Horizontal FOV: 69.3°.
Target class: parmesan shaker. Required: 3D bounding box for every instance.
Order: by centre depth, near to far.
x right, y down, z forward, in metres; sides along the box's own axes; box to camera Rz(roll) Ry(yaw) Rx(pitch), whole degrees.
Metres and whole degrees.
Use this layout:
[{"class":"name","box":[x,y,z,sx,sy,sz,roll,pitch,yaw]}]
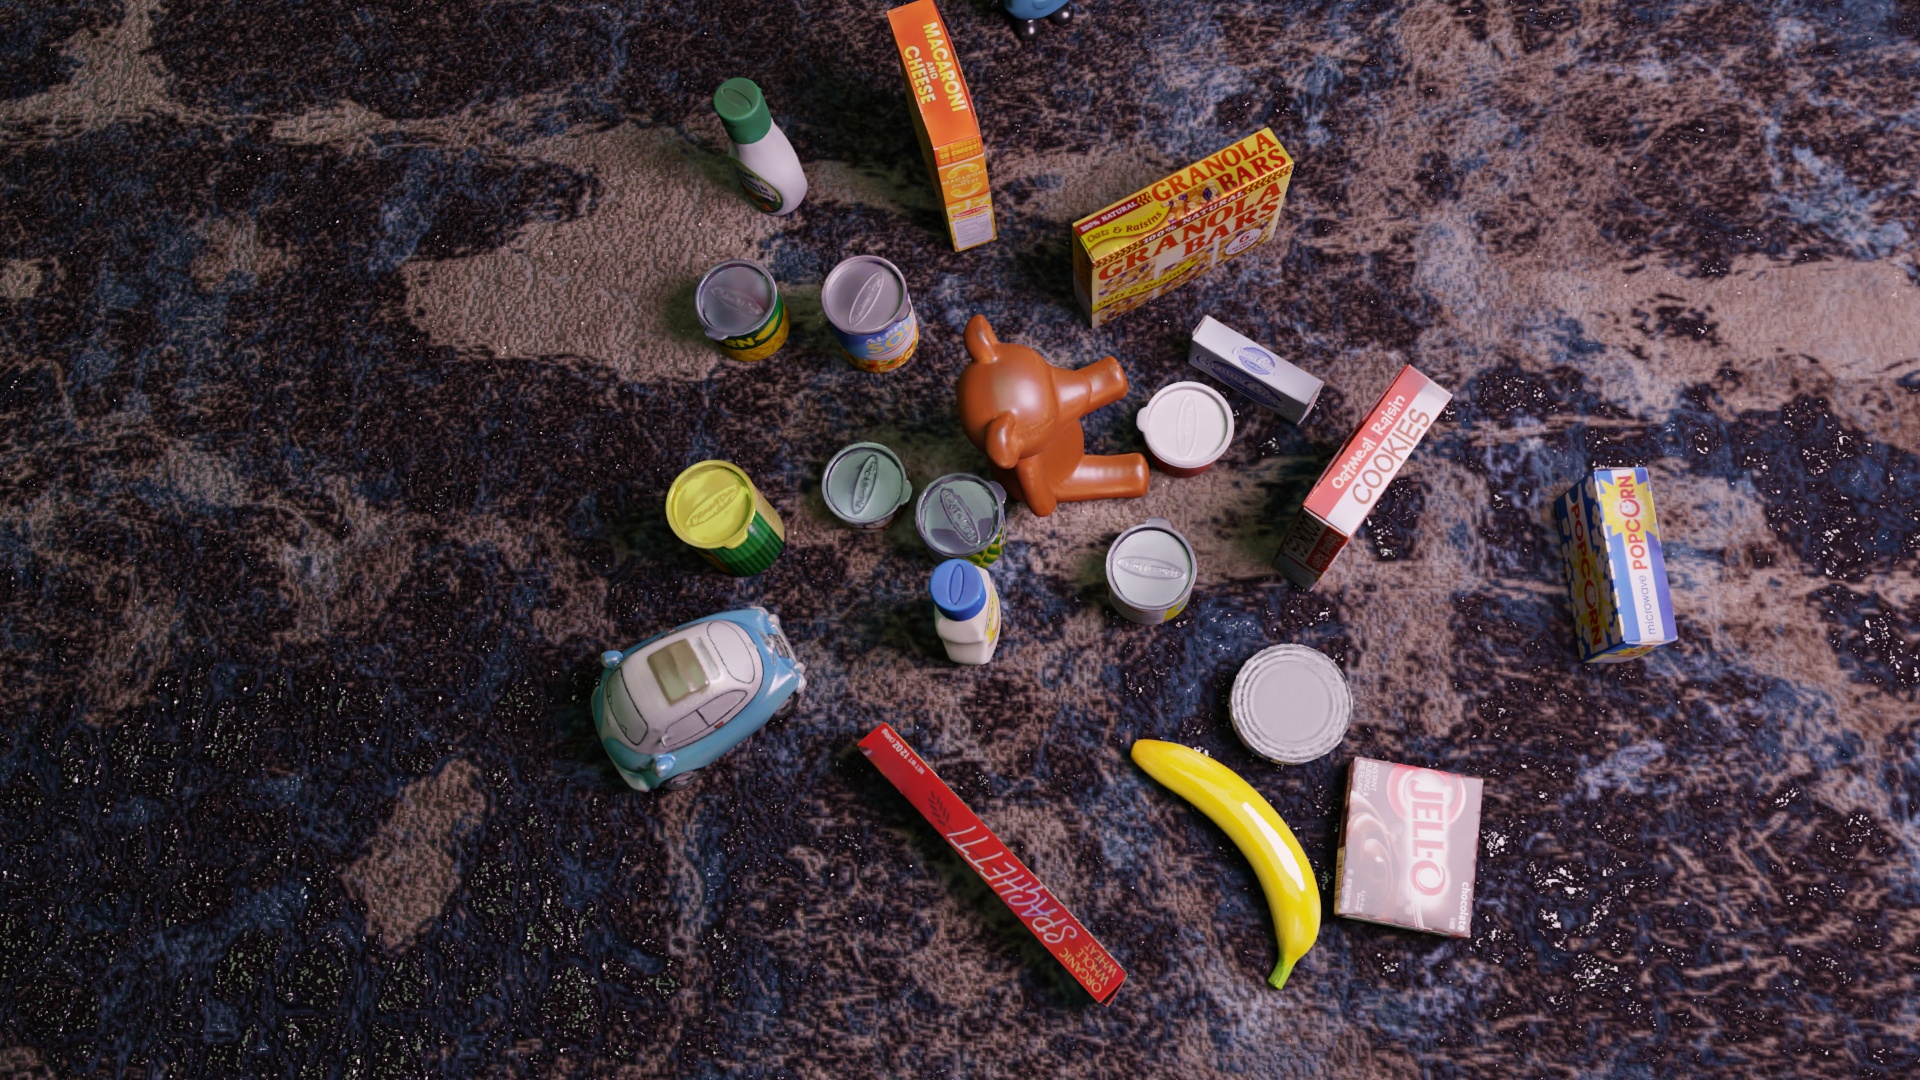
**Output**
[{"class":"parmesan shaker","box":[-0.174,-0.012,1.047,0.071,0.103,0.071,-1,75,5]}]

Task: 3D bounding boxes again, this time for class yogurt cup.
[{"class":"yogurt cup","box":[0.172,-0.081,1.061,0.072,0.054,0.072,-1,75,5]}]

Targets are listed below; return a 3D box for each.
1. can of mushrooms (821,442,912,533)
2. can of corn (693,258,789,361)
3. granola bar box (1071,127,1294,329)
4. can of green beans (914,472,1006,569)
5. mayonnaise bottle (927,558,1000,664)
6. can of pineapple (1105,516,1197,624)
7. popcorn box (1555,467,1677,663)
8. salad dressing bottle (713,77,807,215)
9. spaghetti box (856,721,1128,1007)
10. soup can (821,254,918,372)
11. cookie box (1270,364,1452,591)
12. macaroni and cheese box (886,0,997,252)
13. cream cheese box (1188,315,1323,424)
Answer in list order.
[{"class":"can of mushrooms","box":[-0.071,-0.040,1.082,0.071,0.033,0.071,-1,75,5]},{"class":"can of corn","box":[-0.176,-0.182,1.116,0.071,0.058,0.071,-1,75,5]},{"class":"granola bar box","box":[0.166,-0.238,1.067,0.166,0.124,0.039,-27,75,-2]},{"class":"can of green beans","box":[0.002,-0.012,1.056,0.071,0.057,0.071,-1,75,5]},{"class":"mayonnaise bottle","box":[0.004,0.048,0.993,0.041,0.147,0.065,5,76,7]},{"class":"can of pineapple","box":[0.142,0.024,1.034,0.071,0.057,0.071,-1,75,5]},{"class":"popcorn box","box":[0.466,0.019,0.993,0.038,0.085,0.127,-4,75,4]},{"class":"salad dressing bottle","box":[-0.160,-0.312,1.104,0.064,0.147,0.044,36,81,13]},{"class":"spaghetti box","box":[0.023,0.229,0.993,0.029,0.050,0.250,-44,76,-7]},{"class":"soup can","box":[-0.067,-0.175,1.092,0.071,0.083,0.071,-1,75,5]},{"class":"cookie box","box":[0.278,-0.040,0.982,0.040,0.167,0.123,36,81,13]},{"class":"macaroni and cheese box","box":[-0.012,-0.320,1.083,0.040,0.166,0.124,-18,75,0]},{"class":"cream cheese box","box":[0.225,-0.130,1.070,0.104,0.053,0.024,33,81,12]}]
